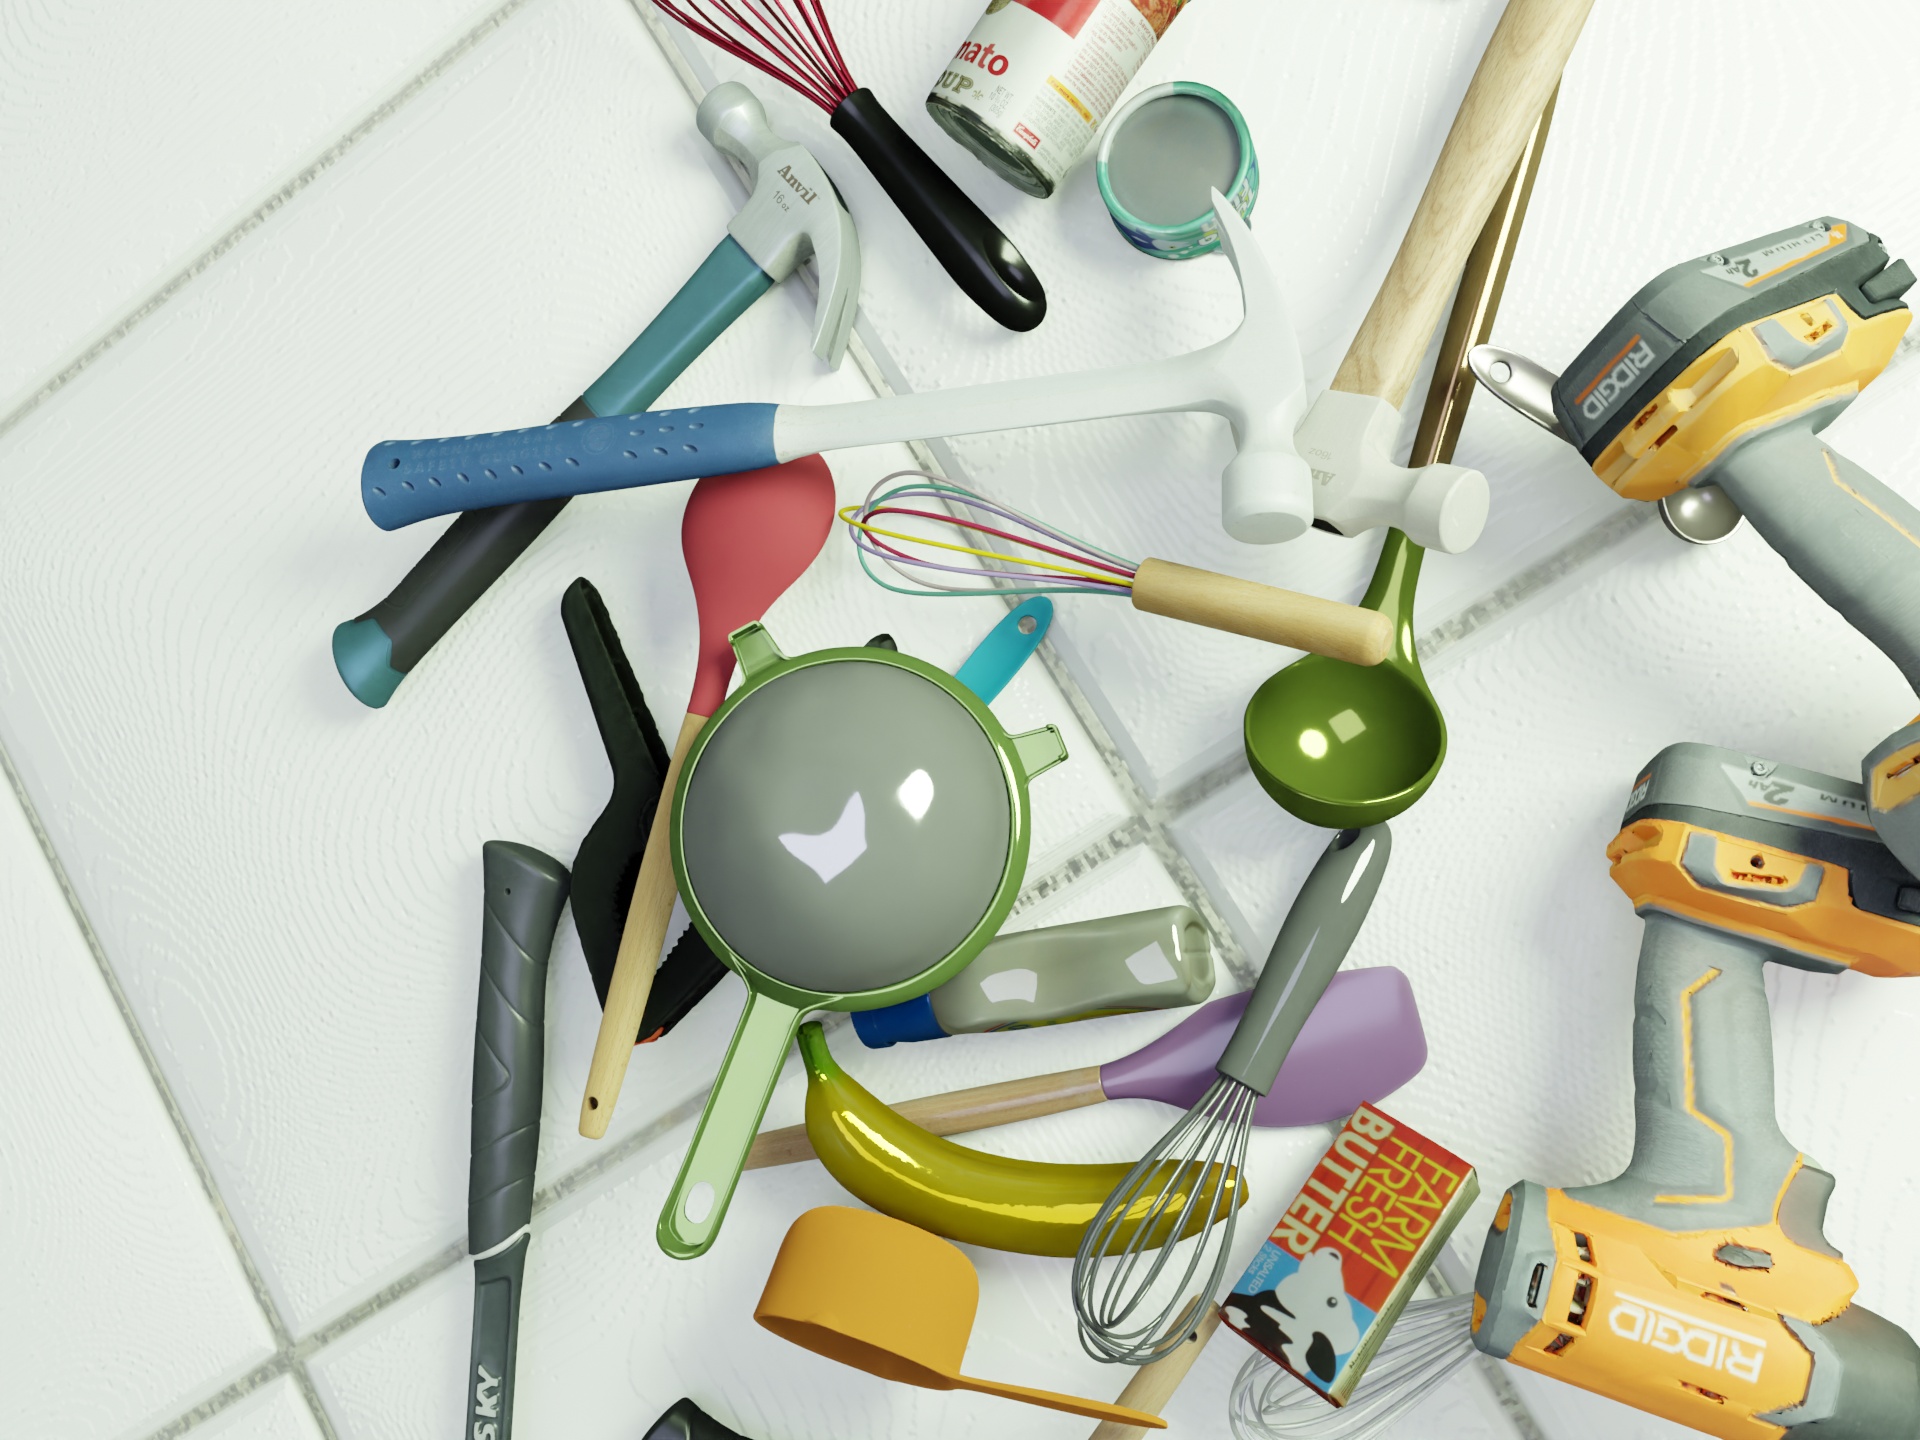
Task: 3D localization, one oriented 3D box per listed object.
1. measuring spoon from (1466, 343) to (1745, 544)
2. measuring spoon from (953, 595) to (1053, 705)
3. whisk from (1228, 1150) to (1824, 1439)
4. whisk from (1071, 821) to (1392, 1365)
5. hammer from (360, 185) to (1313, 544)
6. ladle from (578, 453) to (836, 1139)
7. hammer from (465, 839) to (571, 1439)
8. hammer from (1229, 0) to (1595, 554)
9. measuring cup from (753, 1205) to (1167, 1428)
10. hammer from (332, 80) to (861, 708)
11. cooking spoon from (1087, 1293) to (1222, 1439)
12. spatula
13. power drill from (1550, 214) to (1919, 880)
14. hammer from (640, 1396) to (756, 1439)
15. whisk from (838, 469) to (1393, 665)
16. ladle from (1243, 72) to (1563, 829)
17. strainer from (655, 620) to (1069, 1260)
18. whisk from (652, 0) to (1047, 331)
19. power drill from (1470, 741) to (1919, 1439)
[{"bbox_3d":[0.248,-0.108,0.617,0.124,0.018,0.034,33,85,1],"label":"measuring spoon"},{"bbox_3d":[-0.001,-0.002,0.698,0.042,0.021,0.128,39,89,13],"label":"measuring spoon"},{"bbox_3d":[0.215,0.224,0.614,0.246,0.059,0.057,-28,118,9],"label":"whisk"},{"bbox_3d":[0.111,0.140,0.622,0.055,0.055,0.239,27,79,15],"label":"whisk"},{"bbox_3d":[-0.063,-0.125,0.661,0.405,0.035,0.144,-4,70,16],"label":"hammer"},{"bbox_3d":[-0.118,0.023,0.685,0.069,0.031,0.315,13,85,16],"label":"ladle"},{"bbox_3d":[-0.217,0.260,0.735,0.149,0.036,0.409,2,88,16],"label":"hammer"},{"bbox_3d":[0.203,-0.226,0.621,0.130,0.031,0.331,23,86,45],"label":"hammer"},{"bbox_3d":[0.003,0.241,0.643,0.174,0.095,0.052,6,58,20],"label":"measuring cup"},{"bbox_3d":[-0.177,-0.133,0.740,0.331,0.033,0.128,-44,77,10],"label":"hammer"},{"bbox_3d":[0.012,0.360,0.639,0.069,0.017,0.319,34,96,14],"label":"cooking spoon"},{"bbox_3d":[0.037,0.161,0.676,0.316,0.018,0.060,-14,88,14],"label":"spatula"},{"bbox_3d":[0.337,-0.065,0.550,0.185,0.084,0.226,-22,70,-27],"label":"power drill"},{"bbox_3d":[0.014,0.351,0.667,0.335,0.035,0.146,7,89,16],"label":"hammer"},{"bbox_3d":[0.052,-0.058,0.642,0.245,0.047,0.051,17,82,28],"label":"whisk"},{"bbox_3d":[0.187,-0.111,0.628,0.078,0.062,0.320,17,90,18],"label":"ladle"},{"bbox_3d":[-0.069,0.087,0.617,0.151,0.069,0.256,20,82,11],"label":"strainer"},{"bbox_3d":[-0.060,-0.284,0.701,0.073,0.073,0.296,-41,84,10],"label":"whisk"},{"bbox_3d":[0.289,0.137,0.558,0.164,0.084,0.226,16,81,15],"label":"power drill"}]
